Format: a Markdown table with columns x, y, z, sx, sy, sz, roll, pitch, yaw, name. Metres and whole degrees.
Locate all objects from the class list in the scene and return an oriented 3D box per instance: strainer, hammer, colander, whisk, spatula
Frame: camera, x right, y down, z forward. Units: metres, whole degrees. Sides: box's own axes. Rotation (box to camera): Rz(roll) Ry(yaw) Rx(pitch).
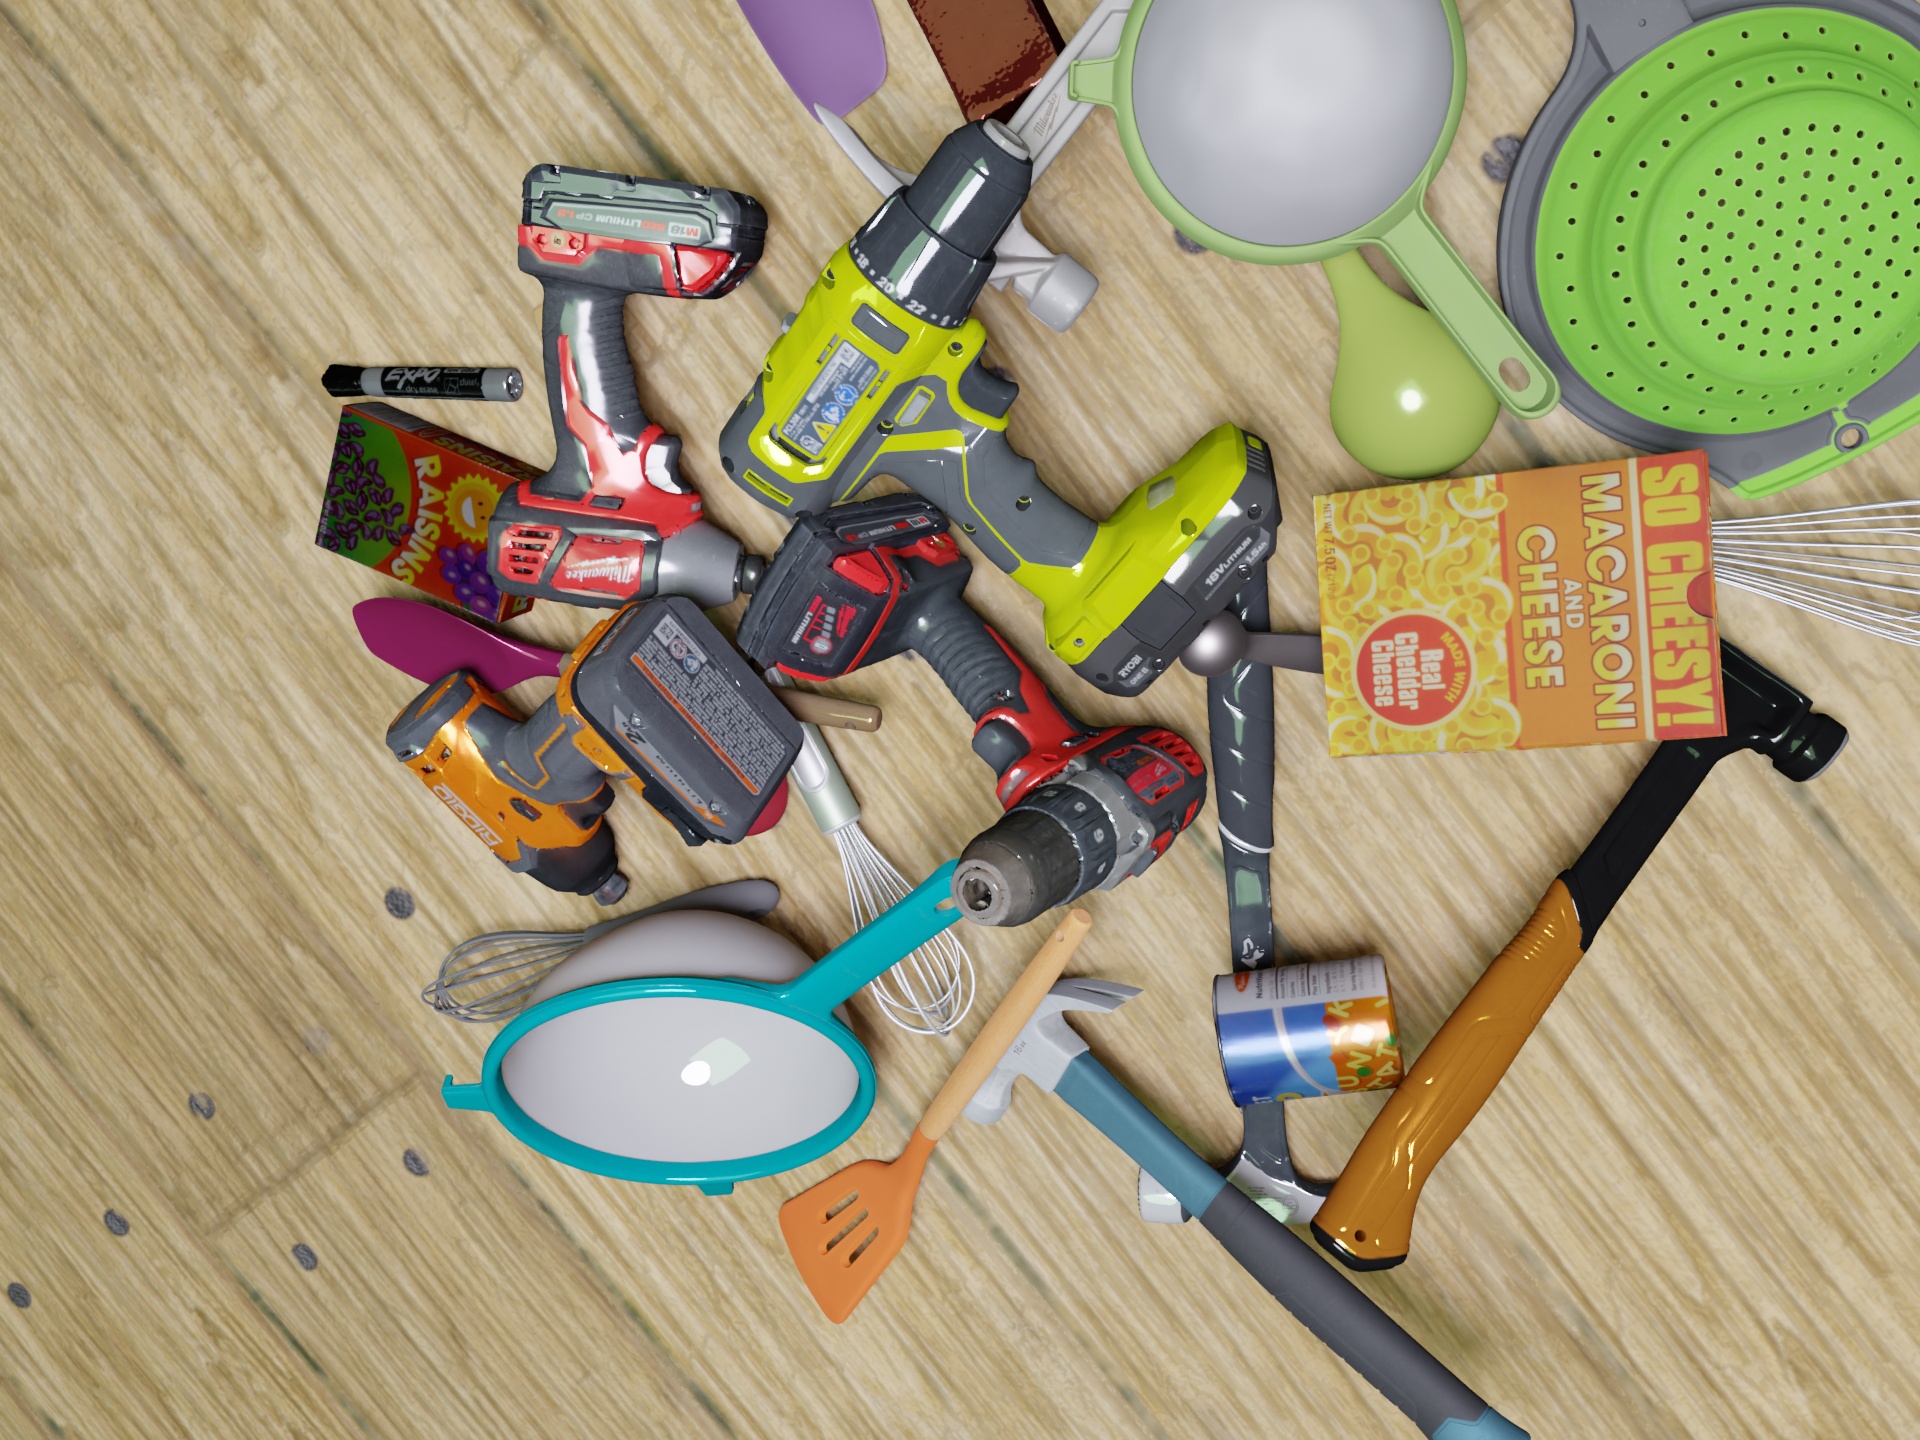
| x | y | z | sx | sy | sz | roll | pitch | yaw | name |
| --- | --- | --- | --- | --- | --- | --- | --- | --- | --- |
| 0.174 | -0.227 | 0.660 | 0.151 | 0.069 | 0.256 | -40 | 97 | 9 | strainer |
| 0.140 | 0.258 | 0.817 | 0.331 | 0.033 | 0.128 | 39 | 122 | 24 | hammer |
| 0.288 | -0.266 | 0.640 | 0.204 | 0.094 | 0.397 | -30 | 102 | 21 | colander |
| 0.098 | -0.354 | 0.687 | 0.149 | 0.037 | 0.359 | 38 | 101 | -9 | hammer |
| 0.262 | 0.103 | 0.734 | 0.127 | 0.034 | 0.337 | 36 | 86 | 5 | hammer |
| -0.062 | 0.064 | 0.878 | 0.058 | 0.059 | 0.246 | -27 | 91 | 10 | whisk |
| 0.335 | -0.079 | 0.723 | 0.285 | 0.070 | 0.070 | 9 | 107 | 18 | whisk |
| 0.155 | 0.079 | 0.827 | 0.149 | 0.036 | 0.408 | -2 | 104 | 15 | hammer |
| -0.135 | -0.439 | 0.777 | 0.060 | 0.018 | 0.316 | -32 | 95 | 20 | spatula |
| -0.109 | 0.136 | 0.856 | 0.210 | 0.095 | 0.340 | 31 | 126 | -32 | strainer |
| -0.214 | 0.134 | 0.942 | 0.239 | 0.055 | 0.055 | -17 | 99 | 15 | whisk |
| -0.013 | 0.215 | 0.880 | 0.081 | 0.041 | 0.322 | 54 | 130 | 32 | spatula |

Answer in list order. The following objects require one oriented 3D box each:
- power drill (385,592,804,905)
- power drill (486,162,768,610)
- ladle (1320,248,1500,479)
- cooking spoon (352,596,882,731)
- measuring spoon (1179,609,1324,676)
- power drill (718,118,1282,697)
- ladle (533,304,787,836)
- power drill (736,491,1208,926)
| x | y | z | sx | sy | sz | roll | pitch | yaw | name |
| --- | --- | --- | --- | --- | --- | --- | --- | --- | --- |
| -0.191 | 0.029 | 0.854 | 0.226 | 0.084 | 0.164 | -16 | 122 | 42 | power drill |
| -0.162 | -0.162 | 0.815 | 0.143 | 0.078 | 0.219 | 9 | 105 | 1 | power drill |
| 0.153 | -0.257 | 0.740 | 0.078 | 0.062 | 0.320 | -28 | 89 | 17 | ladle |
| -0.194 | -0.026 | 0.874 | 0.319 | 0.017 | 0.068 | 10 | 136 | 15 | cooking spoon |
| 0.161 | -0.031 | 0.766 | 0.124 | 0.018 | 0.034 | 4 | 119 | -26 | measuring spoon |
| 0.030 | -0.132 | 0.711 | 0.228 | 0.080 | 0.190 | 33 | 119 | -14 | power drill |
| -0.174 | -0.078 | 0.883 | 0.069 | 0.031 | 0.315 | -17 | 98 | 21 | ladle |
| -0.001 | -0.002 | 0.755 | 0.227 | 0.188 | 0.080 | 43 | 122 | 15 | power drill |
